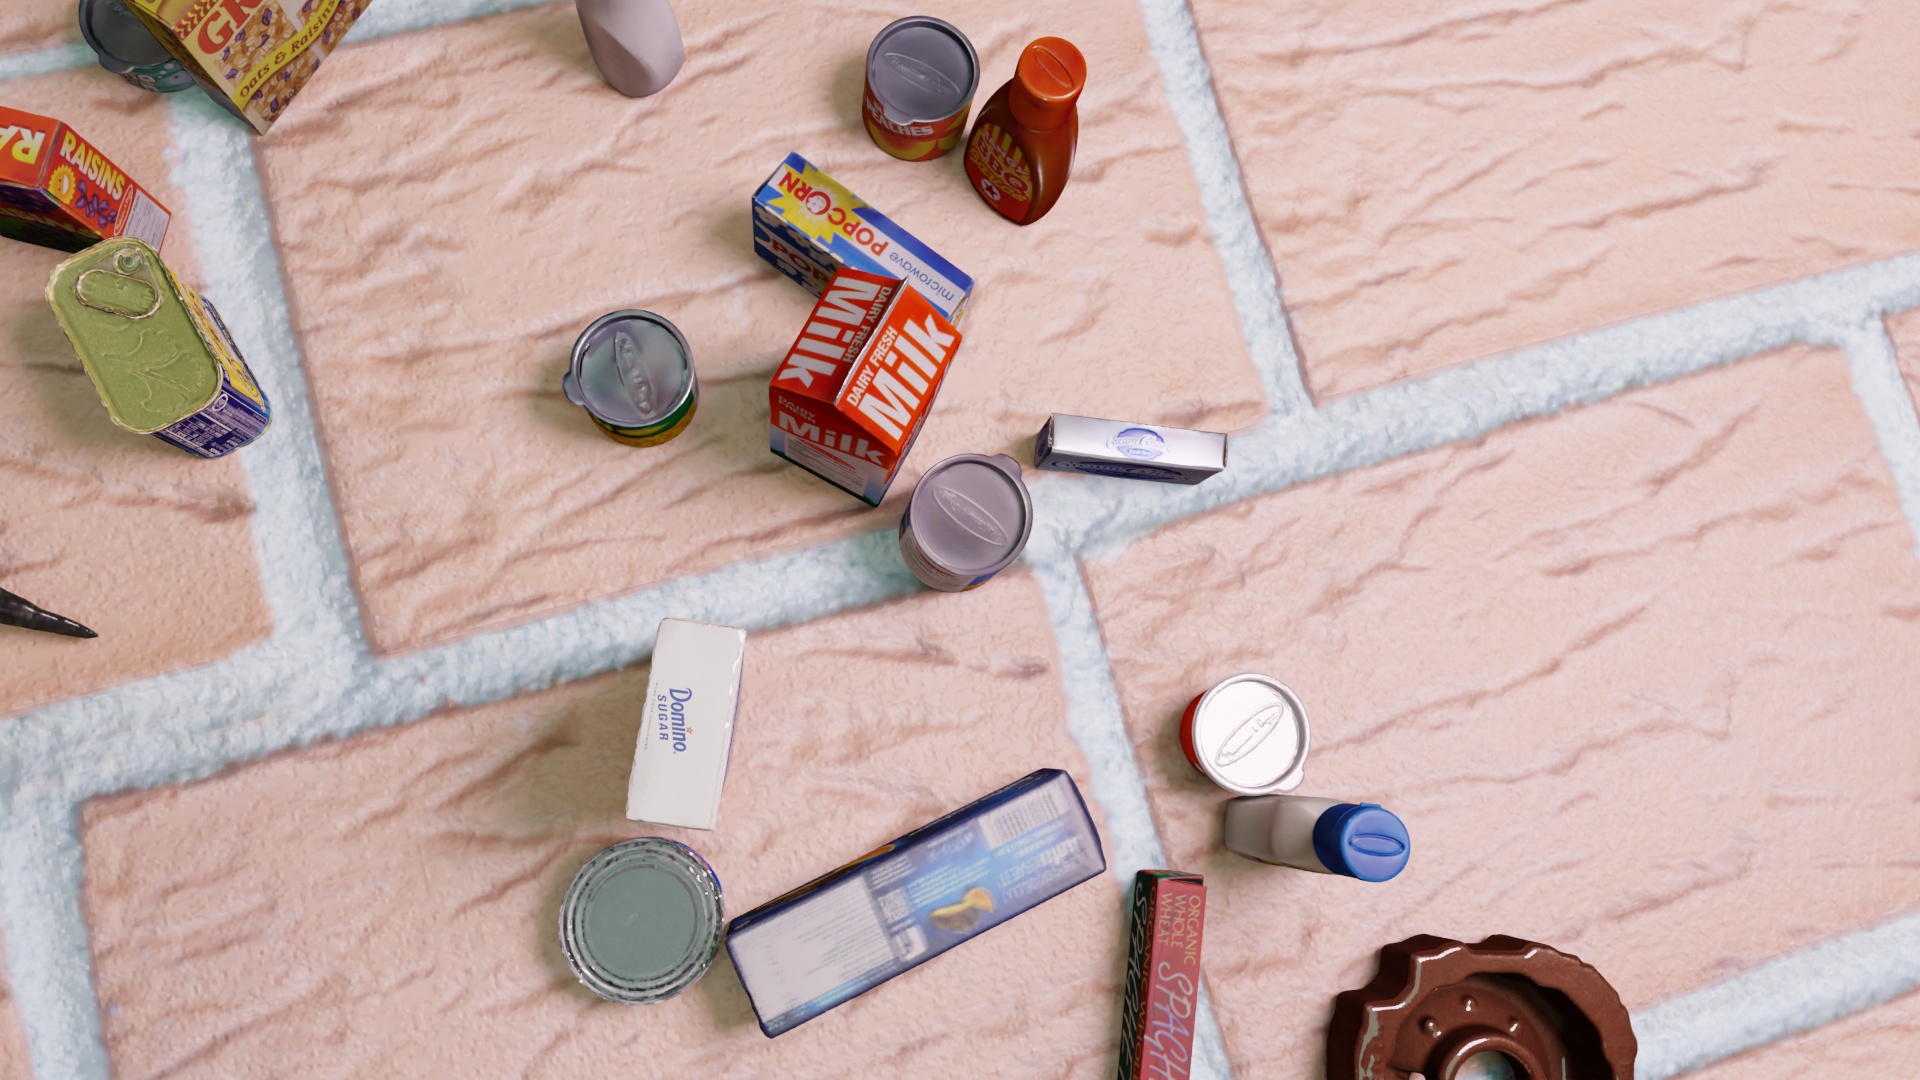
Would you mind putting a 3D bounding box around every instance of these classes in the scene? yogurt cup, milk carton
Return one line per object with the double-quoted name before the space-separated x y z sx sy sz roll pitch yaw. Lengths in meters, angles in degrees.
"yogurt cup" 0.158 0.110 0.791 0.072 0.054 0.072 1 81 -7
"milk carton" -0.052 -0.079 0.725 0.073 0.190 0.072 28 79 -2

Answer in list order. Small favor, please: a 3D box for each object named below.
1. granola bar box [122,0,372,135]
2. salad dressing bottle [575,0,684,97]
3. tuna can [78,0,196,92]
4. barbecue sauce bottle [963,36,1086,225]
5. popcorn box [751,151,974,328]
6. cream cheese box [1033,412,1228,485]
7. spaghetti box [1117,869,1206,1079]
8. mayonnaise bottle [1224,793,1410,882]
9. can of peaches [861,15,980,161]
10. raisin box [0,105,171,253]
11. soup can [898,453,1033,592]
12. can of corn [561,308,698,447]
"granola bar box" -0.367 -0.320 0.757 0.039 0.124 0.166 33 79 -1
"salad dressing bottle" -0.185 -0.298 0.765 0.064 0.147 0.044 41 79 0
"tuna can" -0.458 -0.289 0.787 0.071 0.032 0.071 1 81 -7
"barbecue sauce bottle" 0.039 -0.231 0.782 0.044 0.148 0.065 -43 89 -11
"popcorn box" -0.057 -0.156 0.790 0.127 0.085 0.038 36 79 -1
"cream cheese box" 0.098 -0.052 0.809 0.104 0.053 0.024 6 81 -6
"spaghetti box" 0.103 0.306 0.754 0.029 0.050 0.250 8 80 -6
"mayonnaise bottle" 0.190 0.157 0.739 0.065 0.148 0.041 8 81 -6
"can of peaches" -0.026 -0.265 0.826 0.071 0.058 0.071 1 81 -7
"raisin box" -0.484 -0.186 0.721 0.086 0.123 0.040 14 80 -5
"soup can" 0.003 -0.010 0.775 0.071 0.083 0.071 1 81 -7
"can of corn" -0.183 -0.088 0.777 0.071 0.058 0.071 1 81 -7
